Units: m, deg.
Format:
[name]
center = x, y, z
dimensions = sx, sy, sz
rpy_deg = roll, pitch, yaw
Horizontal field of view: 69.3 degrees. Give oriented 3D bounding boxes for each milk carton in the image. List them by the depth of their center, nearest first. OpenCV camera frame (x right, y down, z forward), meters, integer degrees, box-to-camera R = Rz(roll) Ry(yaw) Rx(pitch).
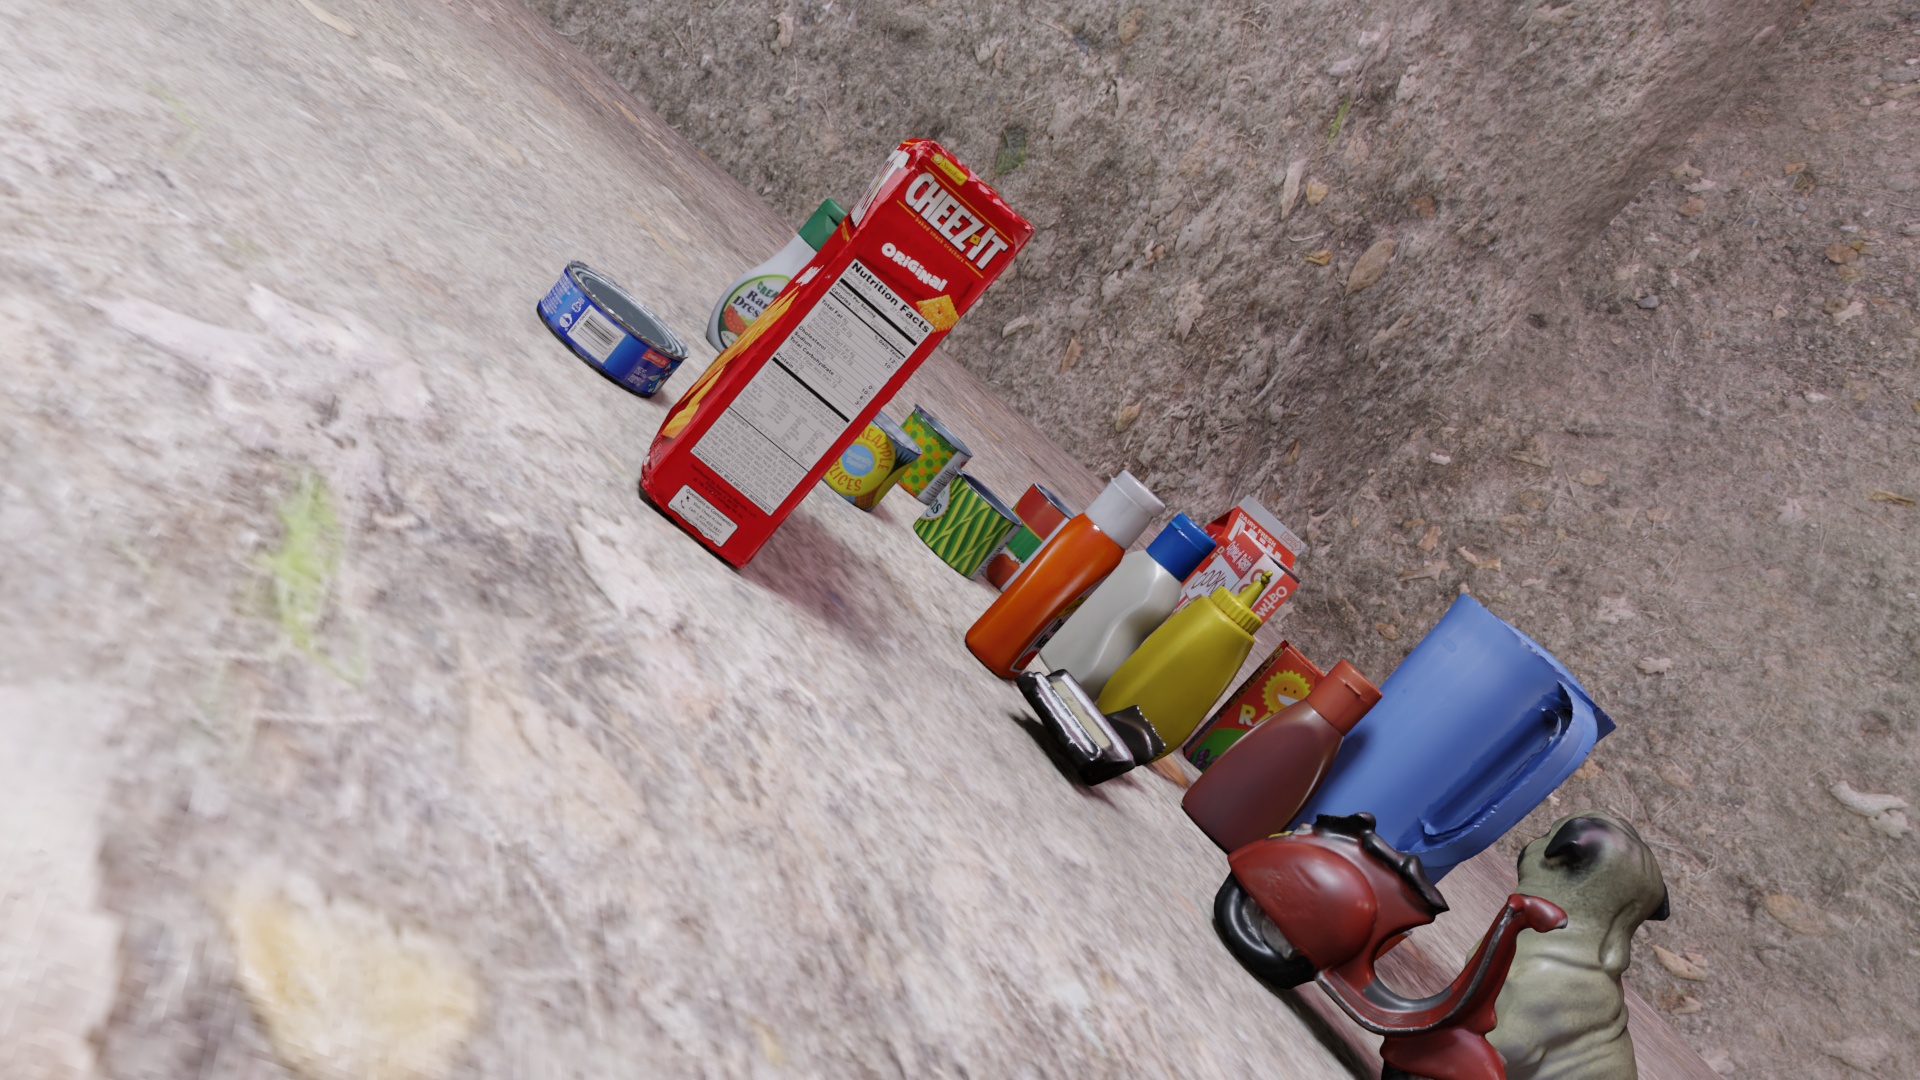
[milk carton]
center = 0.211, 0.052, 1.212
dimensions = 0.072, 0.190, 0.073
rpy_deg = 41, 8, -5

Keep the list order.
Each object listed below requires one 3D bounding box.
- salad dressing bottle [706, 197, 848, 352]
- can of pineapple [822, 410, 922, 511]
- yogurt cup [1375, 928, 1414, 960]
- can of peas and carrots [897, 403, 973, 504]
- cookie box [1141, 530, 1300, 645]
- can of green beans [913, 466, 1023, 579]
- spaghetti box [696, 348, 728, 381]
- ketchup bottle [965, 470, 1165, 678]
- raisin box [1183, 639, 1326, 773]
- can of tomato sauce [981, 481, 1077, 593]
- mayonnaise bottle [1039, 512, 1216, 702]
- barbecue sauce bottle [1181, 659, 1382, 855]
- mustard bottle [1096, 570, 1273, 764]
[salad dressing bottle]
center = -0.138, -0.204, 1.098
dimensions = 0.064, 0.147, 0.044
rpy_deg = 40, 8, -10
[can of pineapple]
center = -0.071, -0.063, 0.998
dimensions = 0.071, 0.058, 0.071
rpy_deg = 40, 9, -7
[yogurt cup]
center = 0.246, 0.242, 0.887
dimensions = 0.072, 0.054, 0.072
rpy_deg = 40, 9, -7
[can of peas and carrots]
center = -0.034, -0.075, 1.213
dimensions = 0.071, 0.058, 0.071
rpy_deg = 40, 9, -7
[cookie box]
center = 0.194, 0.073, 1.114
dimensions = 0.040, 0.167, 0.123
rpy_deg = 41, 8, -3
[can of green beans]
center = 0.006, -0.012, 1.079
dimensions = 0.071, 0.057, 0.071
rpy_deg = 40, 9, -7
[spaghetti box]
center = -0.142, -0.108, 0.938
dimensions = 0.028, 0.050, 0.250
rpy_deg = 41, 9, -6
[ketchup bottle]
center = 0.067, 0.021, 0.885
dimensions = 0.043, 0.148, 0.065
rpy_deg = 43, 8, 9
[raisin box]
center = 0.251, 0.153, 1.115
dimensions = 0.086, 0.123, 0.040
rpy_deg = 42, 8, 3
[can of tomato sauce]
center = 0.058, 0.003, 1.148
dimensions = 0.071, 0.083, 0.071
rpy_deg = 40, 9, -7
[mayonnaise bottle]
center = 0.123, 0.046, 1.003
dimensions = 0.041, 0.148, 0.065
rpy_deg = 36, 10, -34
[barbecue sauce bottle]
center = 0.220, 0.146, 0.937
dimensions = 0.065, 0.148, 0.043
rpy_deg = 44, 8, 14
[mustard bottle]
center = 0.164, 0.081, 0.969
dimensions = 0.065, 0.160, 0.049
rpy_deg = 39, 9, -16
